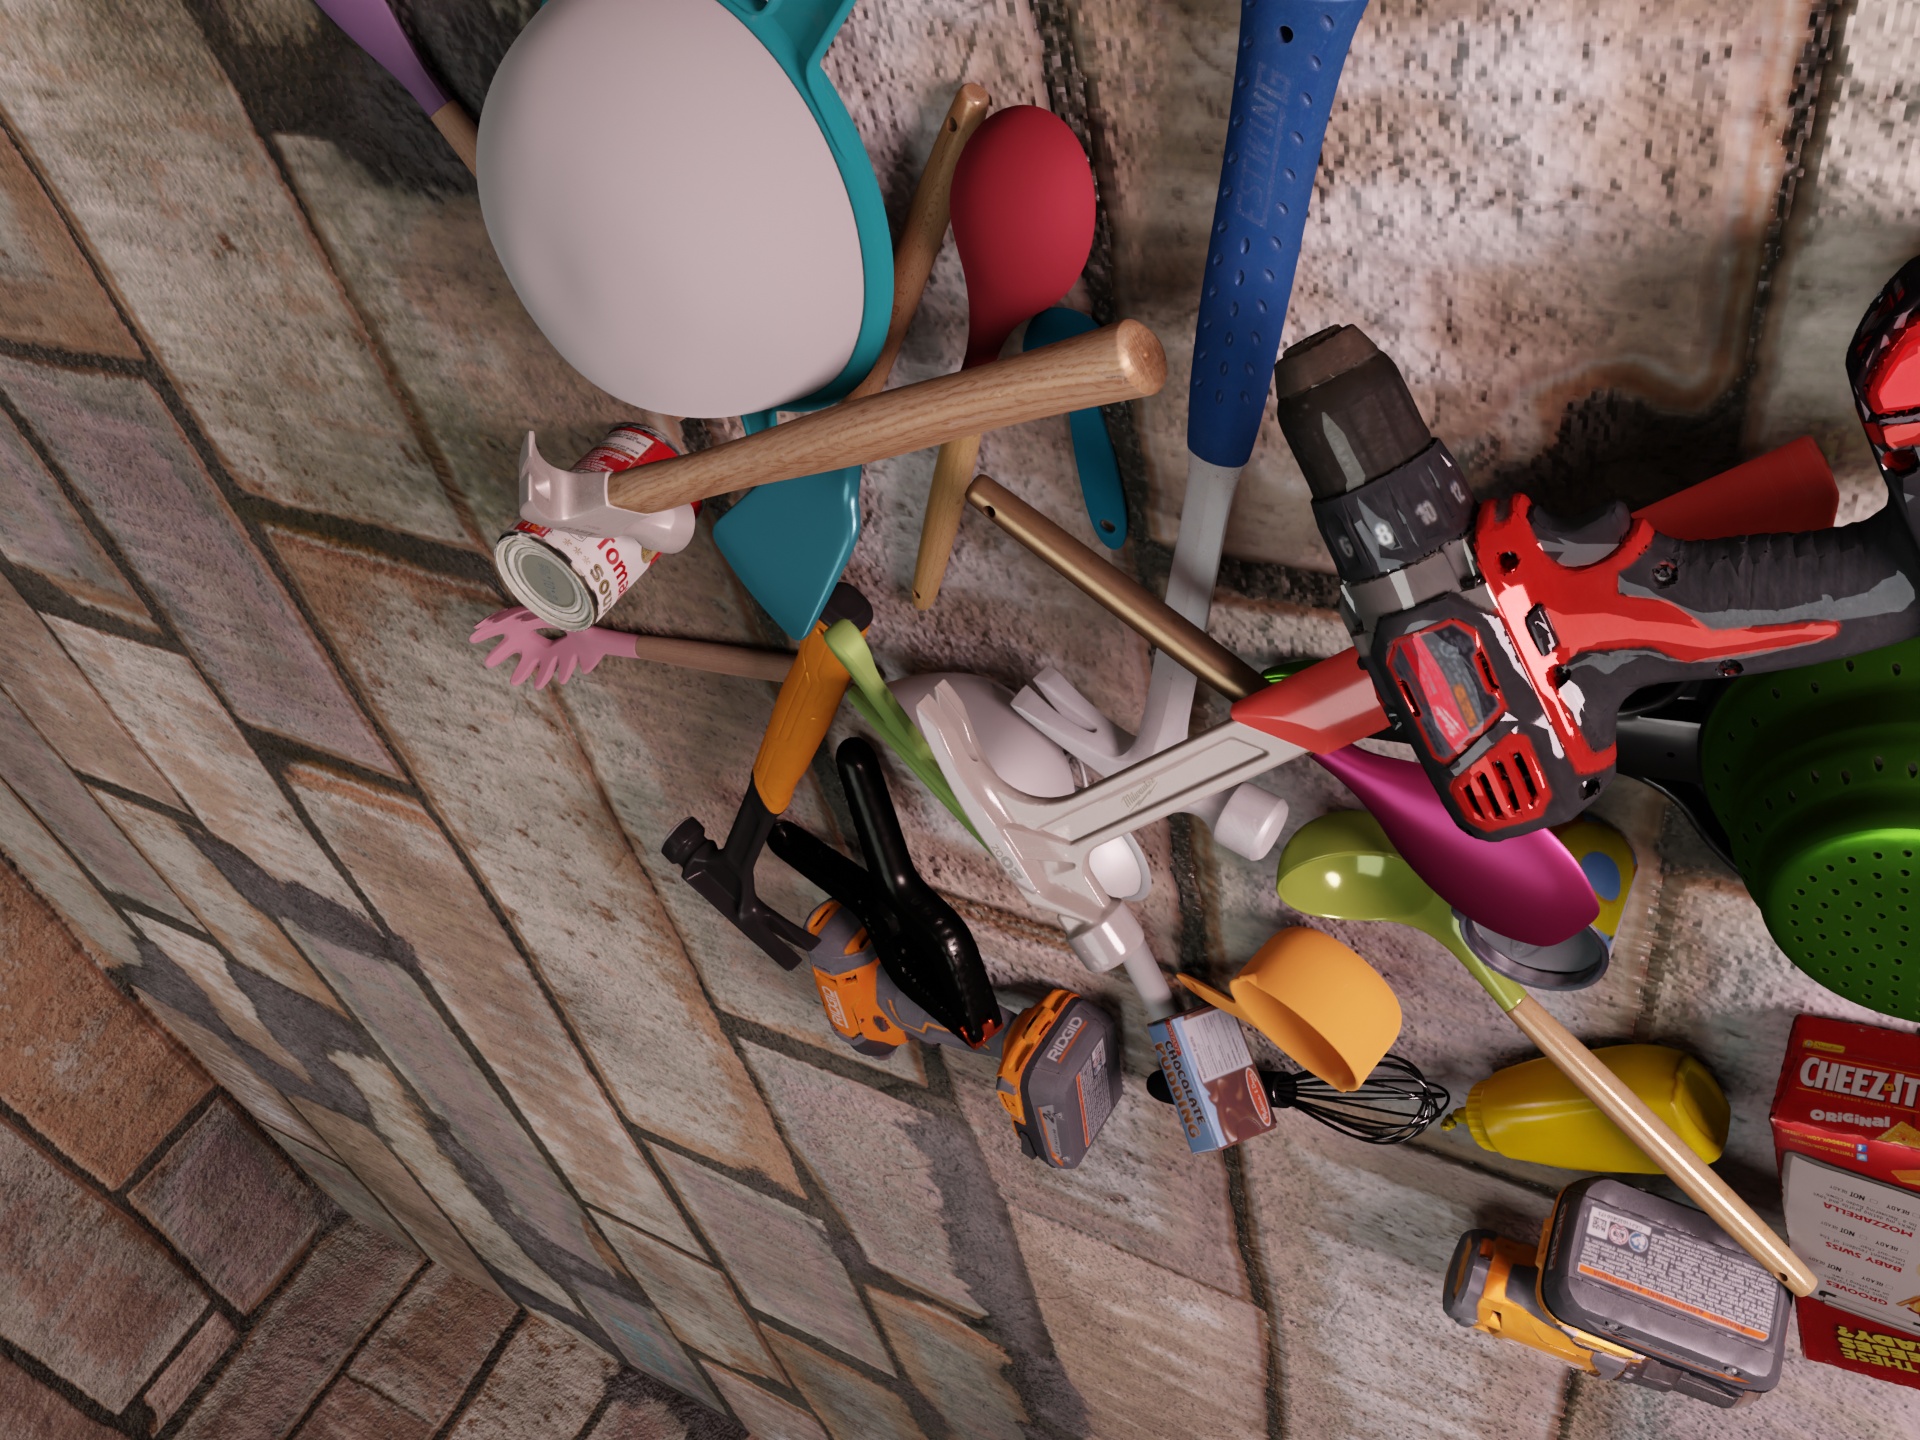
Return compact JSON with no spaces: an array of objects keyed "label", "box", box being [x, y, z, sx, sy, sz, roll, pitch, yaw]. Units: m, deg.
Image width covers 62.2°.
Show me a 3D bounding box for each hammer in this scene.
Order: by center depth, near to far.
[{"label":"hammer","box":[0.153,-0.019,0.627,0.359,0.037,0.149,-28,100,31]},{"label":"hammer","box":[0.098,-0.103,0.654,0.144,0.035,0.405,28,142,22]},{"label":"hammer","box":[-0.065,-0.119,0.684,0.331,0.130,0.031,-7,83,36]},{"label":"hammer","box":[-0.105,0.035,0.966,0.127,0.034,0.336,41,142,10]}]

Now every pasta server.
[{"label":"pasta server","box":[-0.183,-0.038,0.996,0.316,0.040,0.060,9,139,32]}]

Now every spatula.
[{"label":"spatula","box":[-0.048,-0.157,0.731,0.082,0.044,0.317,51,147,14]},{"label":"spatula","box":[-0.235,-0.274,0.772,0.315,0.018,0.060,51,152,-21]}]

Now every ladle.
[{"label":"ladle","box":[0.003,-0.137,0.711,0.069,0.031,0.315,46,154,15]},{"label":"ladle","box":[0.283,0.163,0.769,0.320,0.062,0.078,45,147,7]}]

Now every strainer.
[{"label":"strainer","box":[-0.107,-0.223,0.616,0.211,0.095,0.340,51,150,-6]},{"label":"strainer","box":[-0.001,-0.003,0.808,0.152,0.069,0.256,45,174,28]},{"label":"strainer","box":[0.095,0.123,0.951,0.087,0.050,0.258,23,151,45]}]

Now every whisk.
[{"label":"whisk","box":[0.199,0.232,0.987,0.055,0.055,0.239,49,147,-19]}]

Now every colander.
[{"label":"colander","box":[0.291,0.034,0.624,0.397,0.094,0.204,8,138,34]}]

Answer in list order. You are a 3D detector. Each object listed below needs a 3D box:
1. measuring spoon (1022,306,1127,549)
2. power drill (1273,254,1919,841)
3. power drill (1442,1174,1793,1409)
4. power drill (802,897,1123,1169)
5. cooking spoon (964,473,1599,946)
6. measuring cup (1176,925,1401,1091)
[{"label":"measuring spoon","box":[0.054,-0.122,0.704,0.042,0.021,0.128,12,140,31]},{"label":"power drill","box":[0.223,-0.073,0.507,0.226,0.080,0.188,-22,101,34]},{"label":"power drill","box":[0.389,0.335,0.897,0.185,0.084,0.226,19,156,10]},{"label":"power drill","box":[-0.002,0.223,1.121,0.227,0.084,0.164,22,144,27]},{"label":"cooking spoon","box":[0.131,-0.006,0.675,0.319,0.017,0.068,37,141,3]},{"label":"measuring cup","box":[0.182,0.151,0.909,0.095,0.052,0.174,49,167,-17]}]
